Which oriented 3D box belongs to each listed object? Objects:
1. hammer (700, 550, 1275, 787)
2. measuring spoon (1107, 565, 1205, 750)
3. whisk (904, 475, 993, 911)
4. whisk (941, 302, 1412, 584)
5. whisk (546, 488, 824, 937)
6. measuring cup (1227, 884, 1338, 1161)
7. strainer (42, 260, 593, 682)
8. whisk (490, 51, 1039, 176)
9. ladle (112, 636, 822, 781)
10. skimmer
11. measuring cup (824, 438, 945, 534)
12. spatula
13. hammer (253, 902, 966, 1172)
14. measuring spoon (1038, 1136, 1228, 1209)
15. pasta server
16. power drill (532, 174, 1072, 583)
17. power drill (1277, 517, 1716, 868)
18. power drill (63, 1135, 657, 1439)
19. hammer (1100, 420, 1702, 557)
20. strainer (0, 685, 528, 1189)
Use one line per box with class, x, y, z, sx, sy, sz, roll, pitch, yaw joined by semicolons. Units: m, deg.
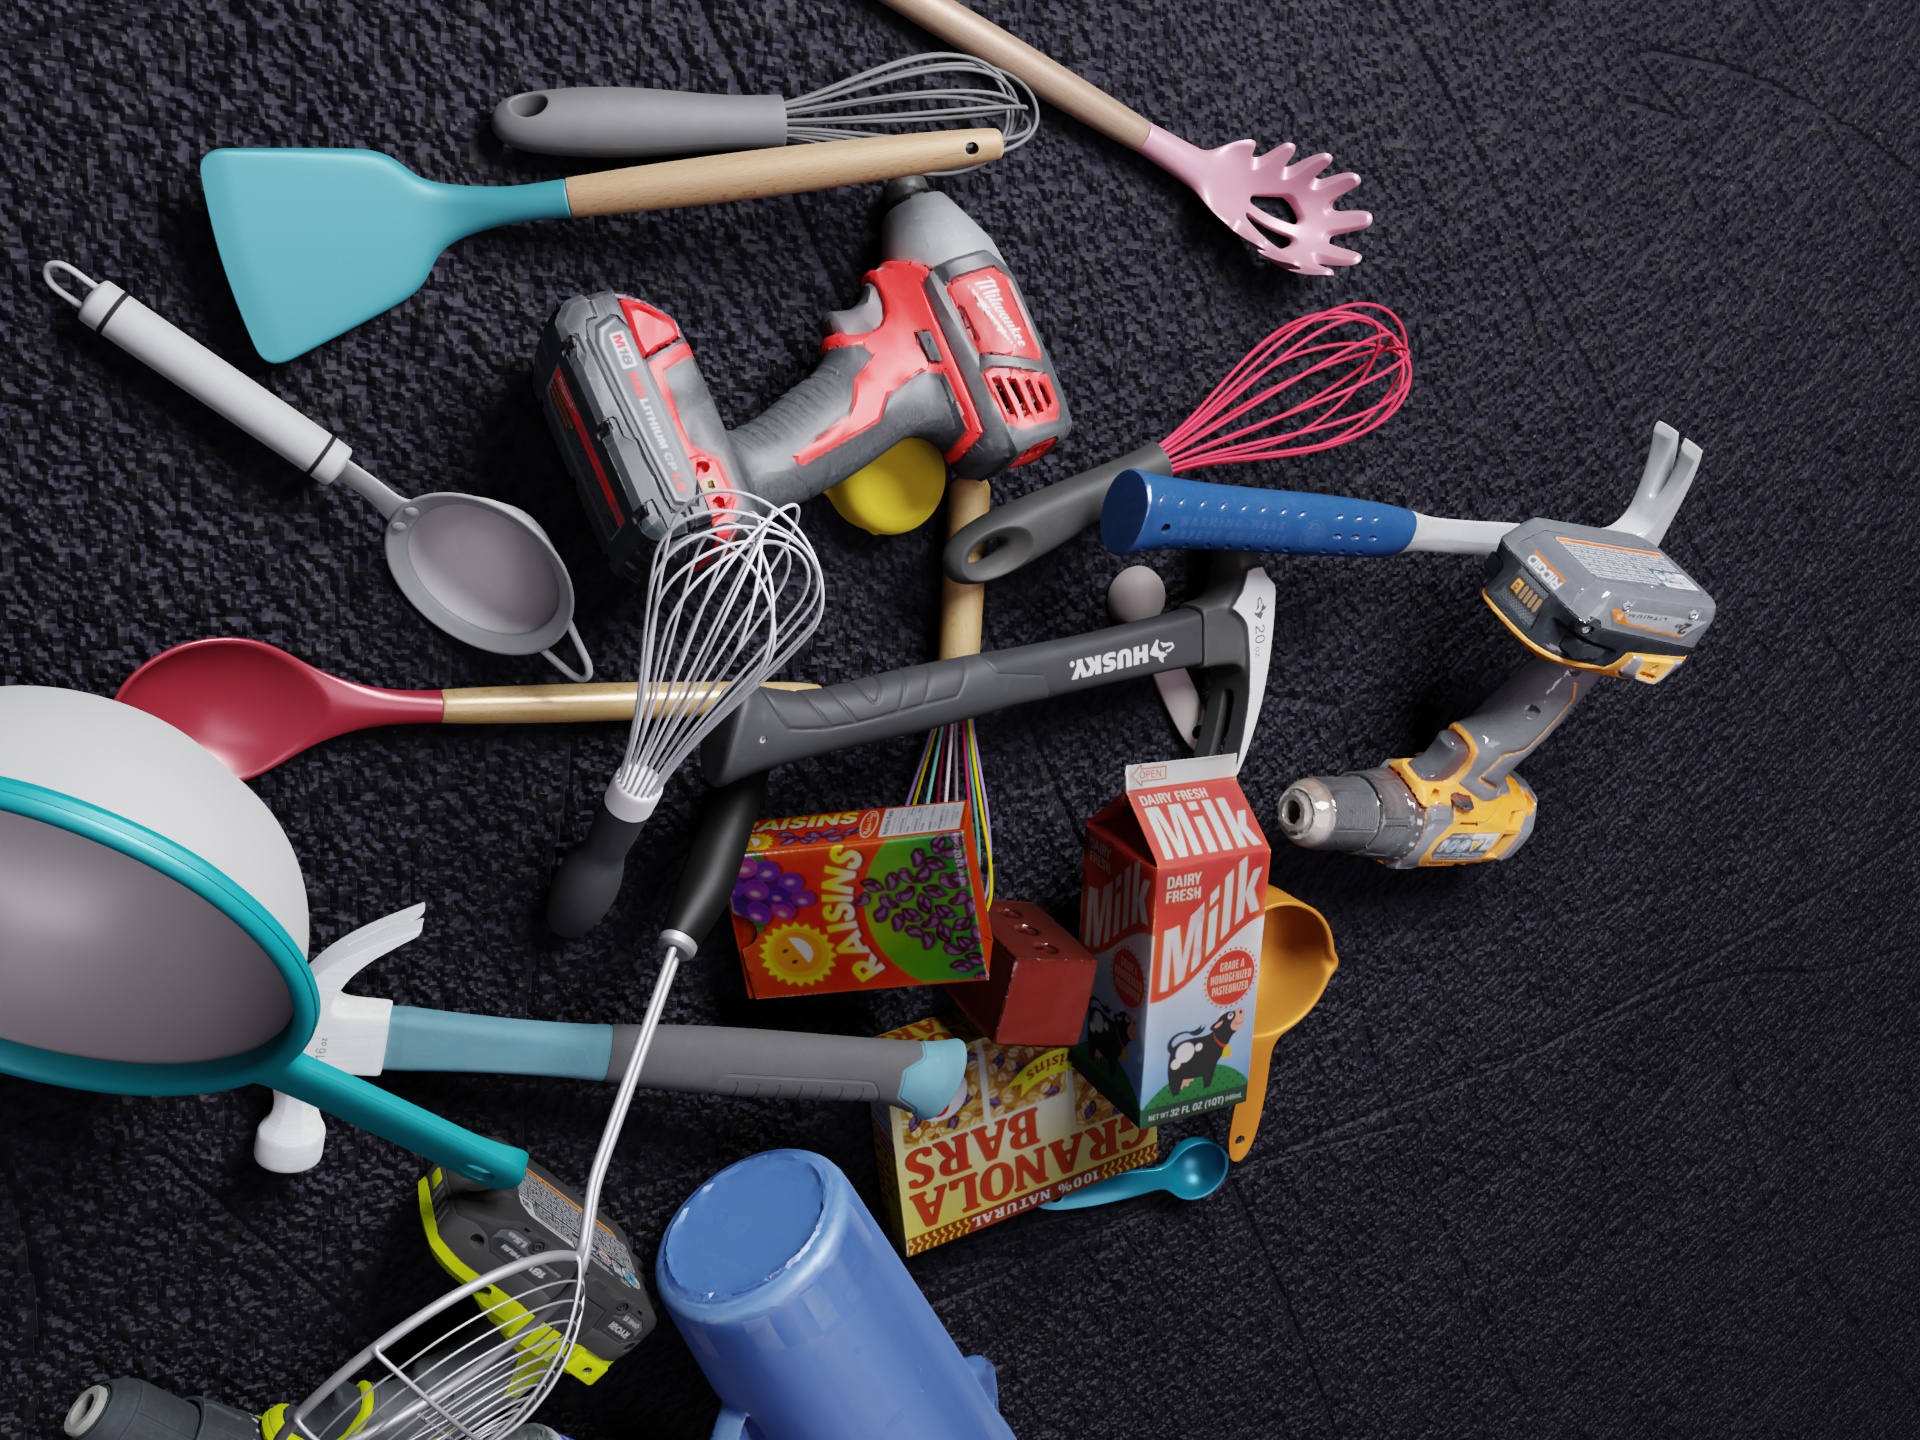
hammer;0.026;-0.016;0.789;0.334;0.035;0.146;-14;109;-32
measuring spoon;0.117;-0.030;0.880;0.034;0.018;0.124;-34;117;-13
whisk;0.001;-0.002;0.820;0.051;0.047;0.245;-6;106;-36
whisk;0.117;-0.139;0.813;0.296;0.073;0.073;-28;117;-17
whisk;-0.130;0.012;0.684;0.070;0.070;0.284;8;136;-29
measuring cup;0.167;0.179;0.960;0.095;0.052;0.173;-3;110;-26
strainer;-0.253;-0.105;0.658;0.258;0.050;0.087;37;132;-26
whisk;-0.080;-0.261;0.686;0.239;0.055;0.055;-7;110;-17
ladle;-0.209;-0.008;0.721;0.315;0.031;0.069;-2;117;-28
skimmer;-0.170;0.142;0.684;0.090;0.127;0.364;16;56;0
measuring cup;-0.078;-0.114;0.747;0.156;0.029;0.062;-5;109;-28
spatula;-0.135;-0.214;0.654;0.317;0.044;0.082;-11;118;-7
hammer;-0.157;0.163;0.770;0.331;0.033;0.128;8;104;-18
measuring spoon;0.104;0.281;0.986;0.128;0.021;0.042;-6;110;-15
pasta server;0.070;-0.293;0.758;0.316;0.040;0.060;19;86;-29
power drill;-0.066;-0.155;0.703;0.219;0.078;0.143;-23;91;-24
power drill;0.295;-0.003;0.907;0.185;0.084;0.226;3;131;-33
power drill;-0.281;0.316;0.766;0.228;0.080;0.190;-43;121;-5
hammer;0.249;-0.107;0.862;0.405;0.035;0.144;-1;128;-33
strainer;-0.303;0.089;0.650;0.211;0.095;0.340;-25;132;30
